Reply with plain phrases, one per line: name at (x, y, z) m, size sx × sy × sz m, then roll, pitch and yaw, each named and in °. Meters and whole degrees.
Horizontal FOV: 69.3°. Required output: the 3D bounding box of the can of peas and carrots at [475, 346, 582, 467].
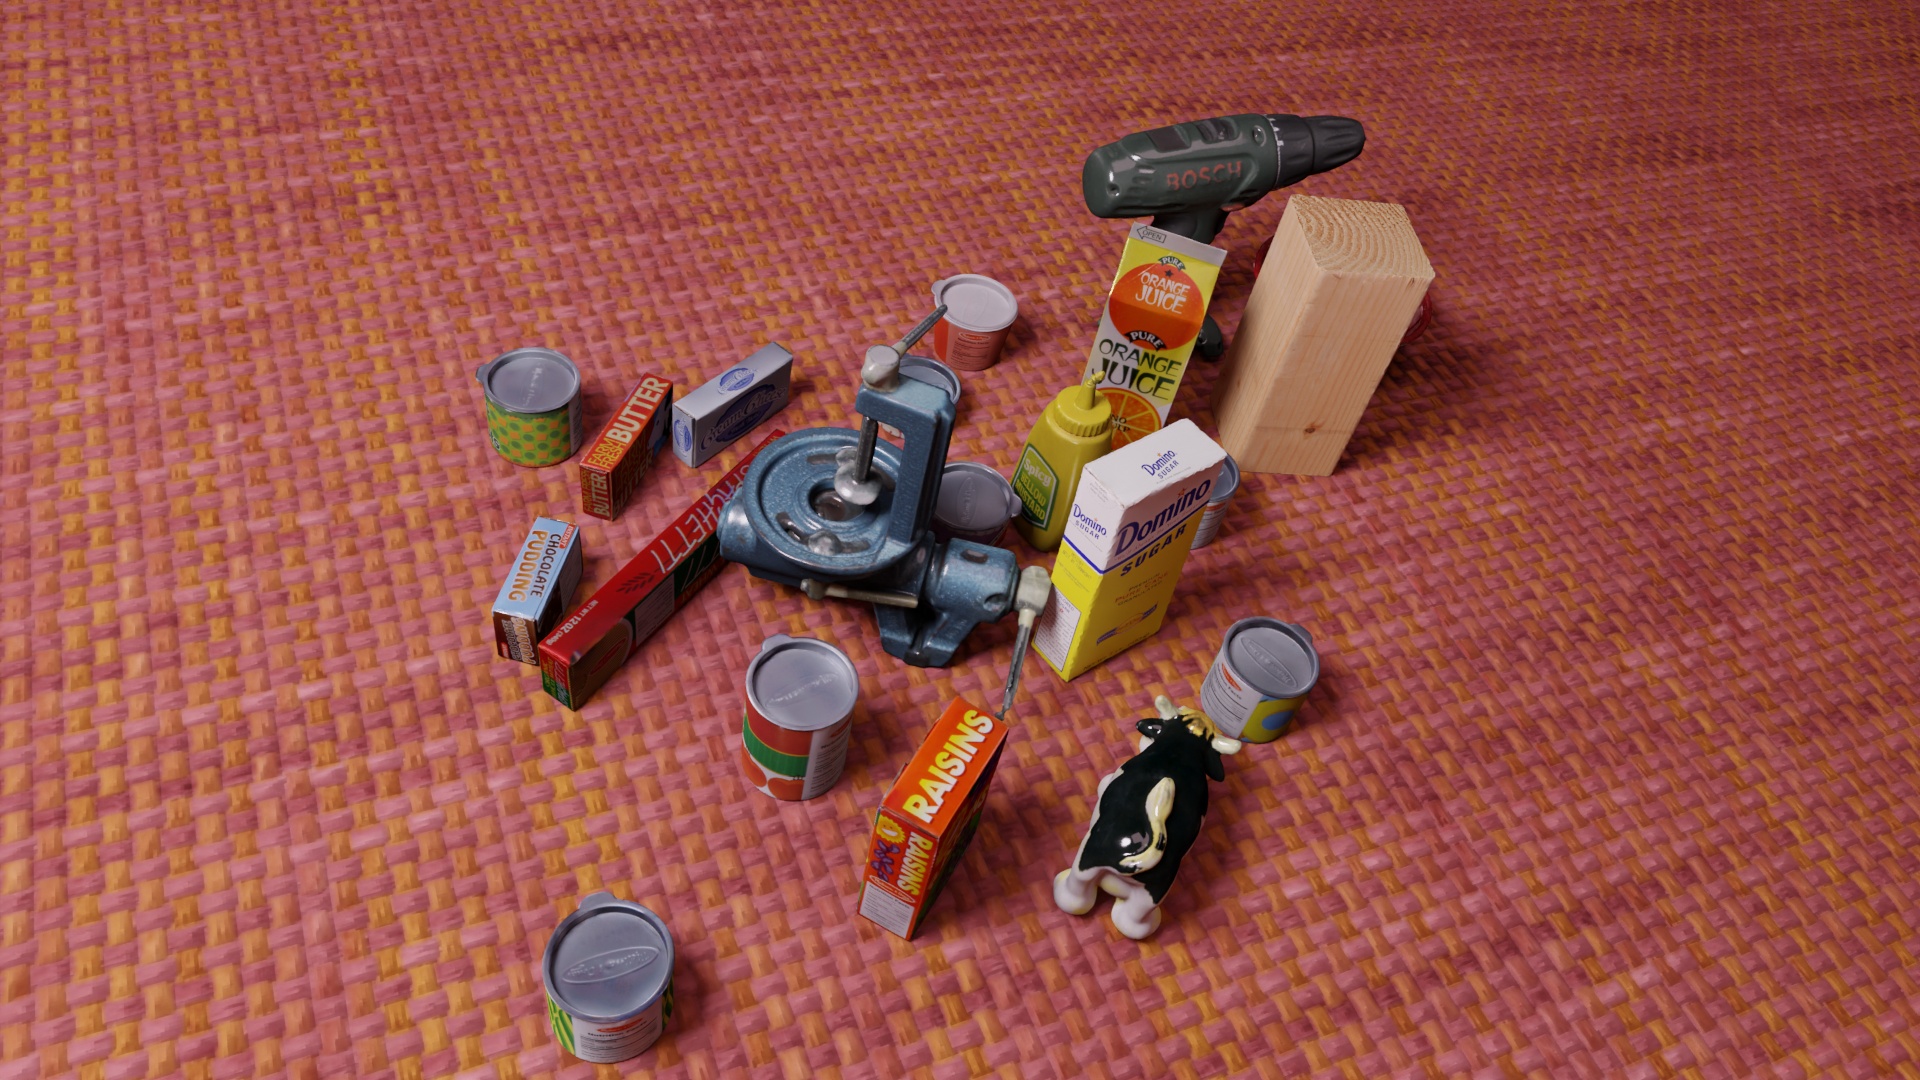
can of peas and carrots at (-0.306, -0.095, 0.990) m, size 0.071 × 0.058 × 0.071 m, roll 6°, pitch 48°, yaw -7°

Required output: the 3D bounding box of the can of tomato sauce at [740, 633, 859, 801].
can of tomato sauce at (-0.100, 0.108, 0.841) m, size 0.071 × 0.082 × 0.071 m, roll 6°, pitch 48°, yaw -7°

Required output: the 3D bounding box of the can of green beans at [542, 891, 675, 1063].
can of green beans at (-0.184, 0.232, 0.730) m, size 0.071 × 0.057 × 0.071 m, roll 6°, pitch 48°, yaw -7°

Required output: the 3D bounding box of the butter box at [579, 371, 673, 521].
butter box at (-0.235, -0.067, 0.985) m, size 0.024 × 0.052 × 0.104 m, roll 19°, pitch 48°, yaw 4°

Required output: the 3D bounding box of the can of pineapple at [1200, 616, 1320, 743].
can of pineapple at (0.203, 0.094, 0.936) m, size 0.071 × 0.057 × 0.071 m, roll 6°, pitch 48°, yaw -7°

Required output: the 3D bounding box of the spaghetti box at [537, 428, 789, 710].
spaghetti box at (-0.184, 0.012, 0.928) m, size 0.029 × 0.049 × 0.251 m, roll 30°, pitch 50°, yaw 14°

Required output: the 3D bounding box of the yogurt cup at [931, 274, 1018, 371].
yogurt cup at (0.009, -0.175, 1.133) m, size 0.072 × 0.053 × 0.073 m, roll 6°, pitch 48°, yaw -7°

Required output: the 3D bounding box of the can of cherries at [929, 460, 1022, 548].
can of cherries at (0.004, -0.012, 0.986) m, size 0.071 × 0.058 × 0.072 m, roll 6°, pitch 48°, yaw -7°

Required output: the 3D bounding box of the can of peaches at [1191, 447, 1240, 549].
can of peaches at (0.169, -0.037, 1.044) m, size 0.071 × 0.057 × 0.071 m, roll 6°, pitch 48°, yaw -7°

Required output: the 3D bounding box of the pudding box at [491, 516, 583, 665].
pudding box at (-0.271, 0.032, 0.893) m, size 0.030 × 0.049 × 0.084 m, roll 13°, pitch 48°, yaw -1°

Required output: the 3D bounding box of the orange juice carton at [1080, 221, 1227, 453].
orange juice carton at (0.140, -0.153, 1.049) m, size 0.072 × 0.191 × 0.073 m, roll 19°, pitch 48°, yaw 4°

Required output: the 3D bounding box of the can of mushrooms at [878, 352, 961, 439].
can of mushrooms at (-0.035, -0.112, 1.081) m, size 0.071 × 0.033 × 0.071 m, roll 6°, pitch 48°, yaw -7°

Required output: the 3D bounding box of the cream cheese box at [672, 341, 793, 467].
cream cheese box at (-0.168, -0.101, 1.029) m, size 0.024 × 0.053 × 0.104 m, roll 36°, pitch 51°, yaw 18°

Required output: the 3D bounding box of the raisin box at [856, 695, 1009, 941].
raisin box at (-0.017, 0.159, 0.788) m, size 0.040 × 0.122 × 0.086 m, roll 28°, pitch 49°, yaw 12°

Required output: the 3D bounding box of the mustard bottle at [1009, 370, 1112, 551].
mustard bottle at (0.075, -0.061, 0.976) m, size 0.049 × 0.159 × 0.065 m, roll -21°, pitch 57°, yaw -28°
